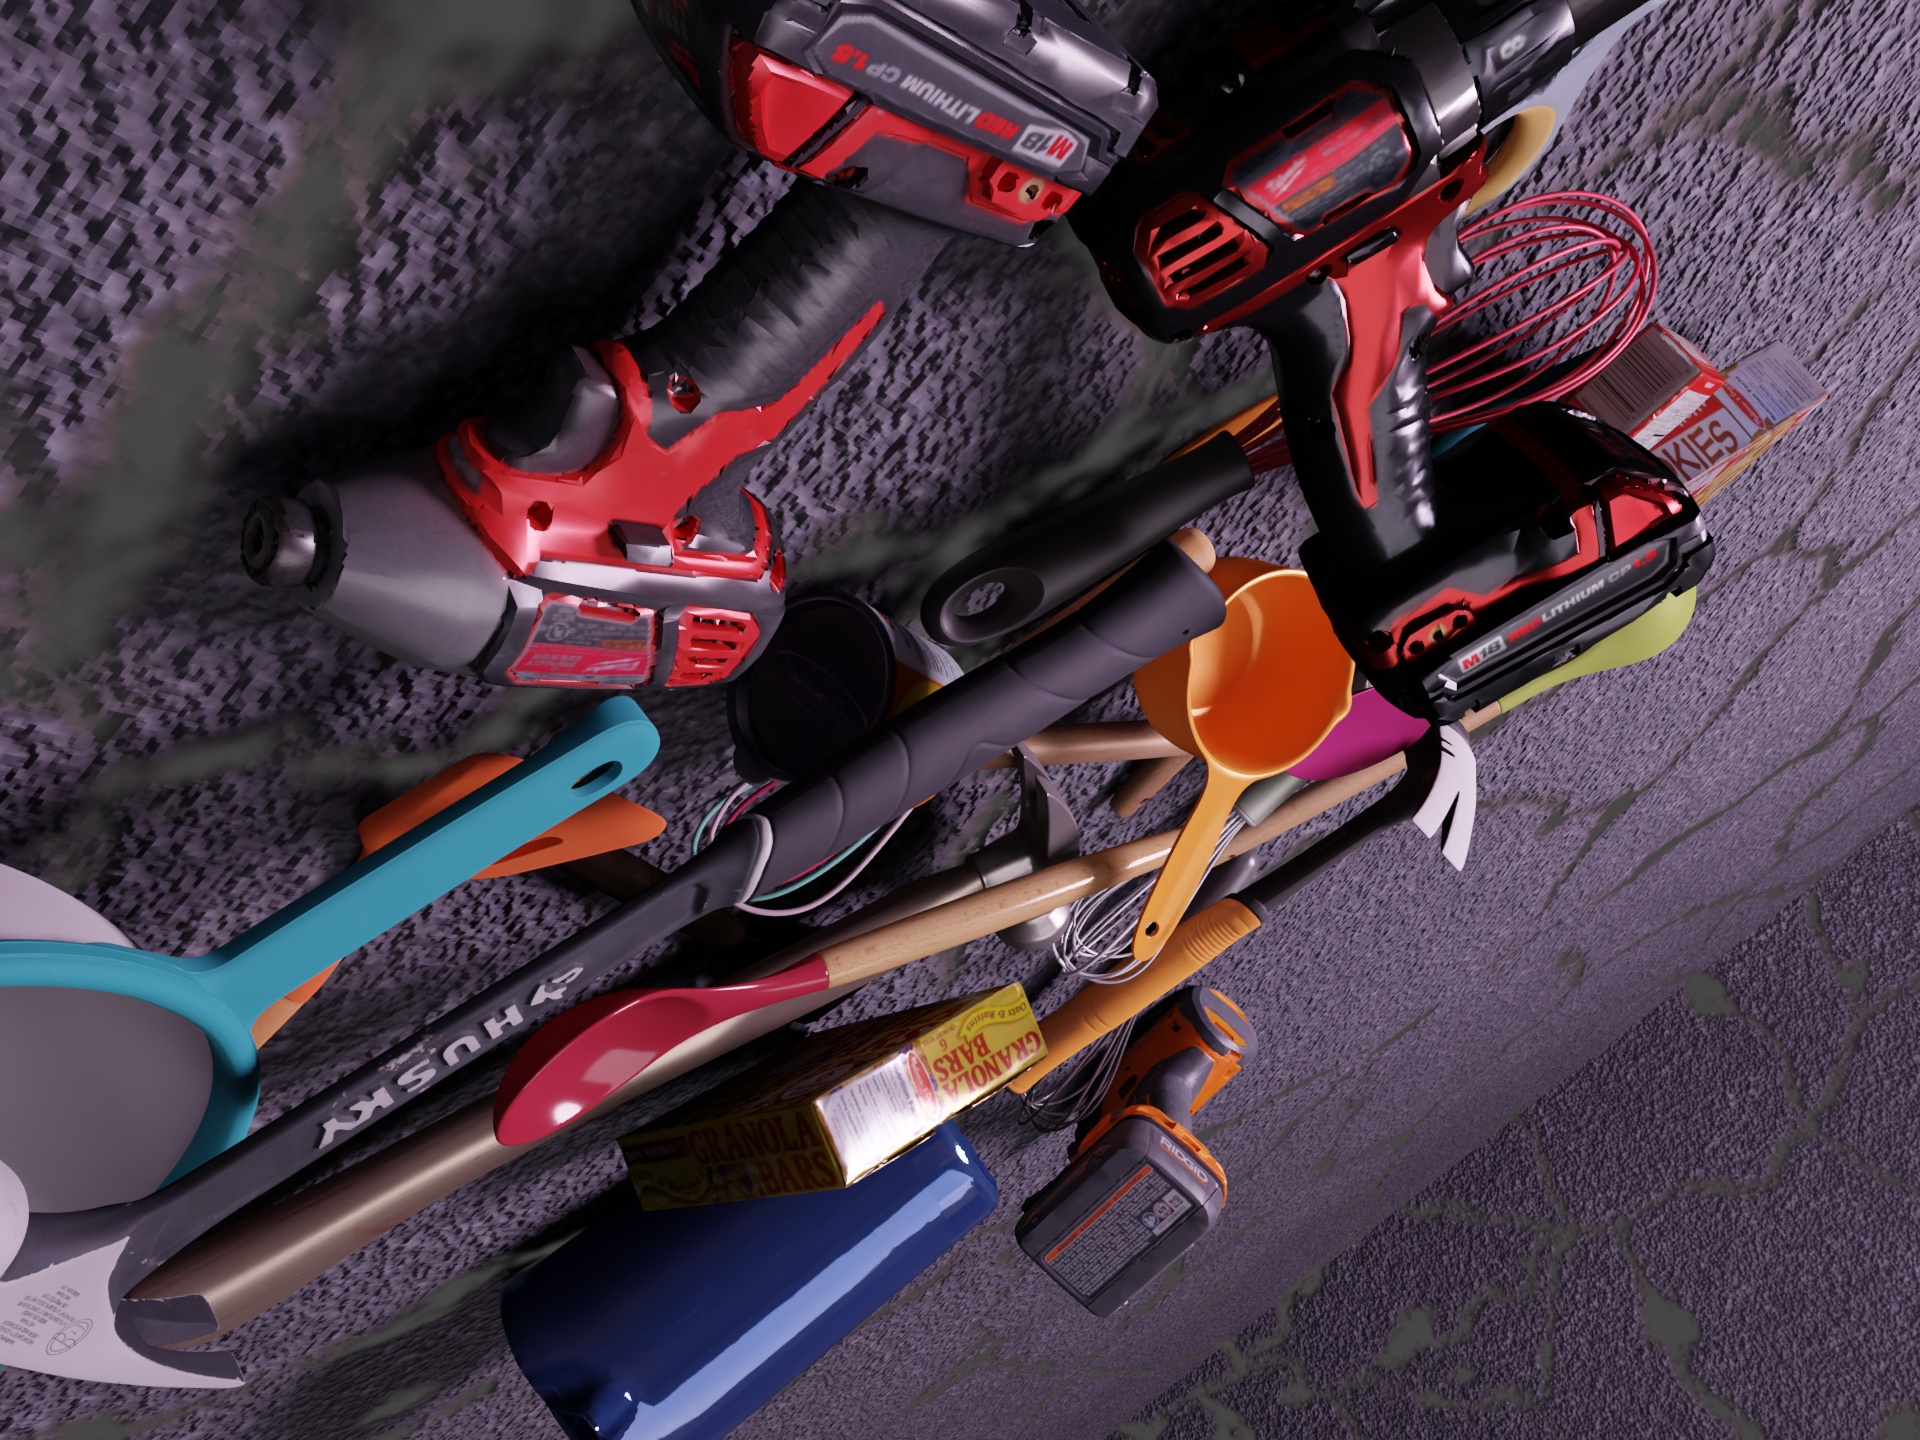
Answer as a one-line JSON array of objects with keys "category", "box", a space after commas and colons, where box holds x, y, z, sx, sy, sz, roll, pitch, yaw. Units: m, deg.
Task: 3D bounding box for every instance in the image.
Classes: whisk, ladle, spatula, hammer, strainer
[{"category": "whisk", "box": [0.105, 0.165, 0.963, 0.055, 0.055, 0.239, 6, 127, -50]}, {"category": "ladle", "box": [-0.031, 0.089, 0.615, 0.315, 0.031, 0.069, -16, 149, -30]}, {"category": "ladle", "box": [0.273, -0.007, 0.903, 0.320, 0.062, 0.078, -29, 156, 1]}, {"category": "spatula", "box": [0.179, -0.057, 0.718, 0.317, 0.044, 0.082, -48, 153, 23]}, {"category": "hammer", "box": [0.136, 0.120, 0.868, 0.337, 0.034, 0.127, -41, -172, 29]}, {"category": "hammer", "box": [-0.135, 0.135, 0.645, 0.410, 0.038, 0.146, -26, 151, -12]}, {"category": "spatula", "box": [-0.237, 0.110, 0.529, 0.322, 0.041, 0.081, -41, 144, 12]}, {"category": "whisk", "box": [-0.001, -0.002, 0.613, 0.245, 0.051, 0.047, -35, 141, -12]}, {"category": "whisk", "box": [0.117, -0.104, 0.572, 0.296, 0.073, 0.073, -29, 151, 0]}, {"category": "spatula", "box": [-0.103, 0.080, 0.649, 0.060, 0.018, 0.315, -36, 152, 3]}, {"category": "strainer", "box": [-0.245, 0.064, 0.410, 0.340, 0.095, 0.210, -33, 154, -18]}, {"category": "whisk", "box": [0.143, 0.053, 0.846, 0.246, 0.058, 0.059, -43, -176, 7]}, {"category": "hammer", "box": [-0.079, 0.055, 0.465, 0.409, 0.036, 0.149, -31, 150, -21]}]

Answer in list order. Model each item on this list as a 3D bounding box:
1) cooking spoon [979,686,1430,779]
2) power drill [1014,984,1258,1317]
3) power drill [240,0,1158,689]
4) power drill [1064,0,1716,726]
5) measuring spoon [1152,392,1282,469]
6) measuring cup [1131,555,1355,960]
[{"category": "cooking spoon", "box": [0.103, 0.007, 0.717, 0.318, 0.017, 0.068, -3, 137, -33]}, {"category": "power drill", "box": [0.110, 0.277, 1.025, 0.164, 0.084, 0.226, -49, 178, 22]}, {"category": "power drill", "box": [-0.070, -0.093, 0.377, 0.143, 0.079, 0.219, 2, 137, -47]}, {"category": "power drill", "box": [0.157, -0.126, 0.485, 0.188, 0.080, 0.226, -32, 125, 9]}, {"category": "measuring spoon", "box": [0.082, -0.090, 0.600, 0.117, 0.011, 0.021, -33, 151, -4]}, {"category": "measuring cup", "box": [0.098, 0.014, 0.666, 0.095, 0.052, 0.173, 20, 97, -34]}]
